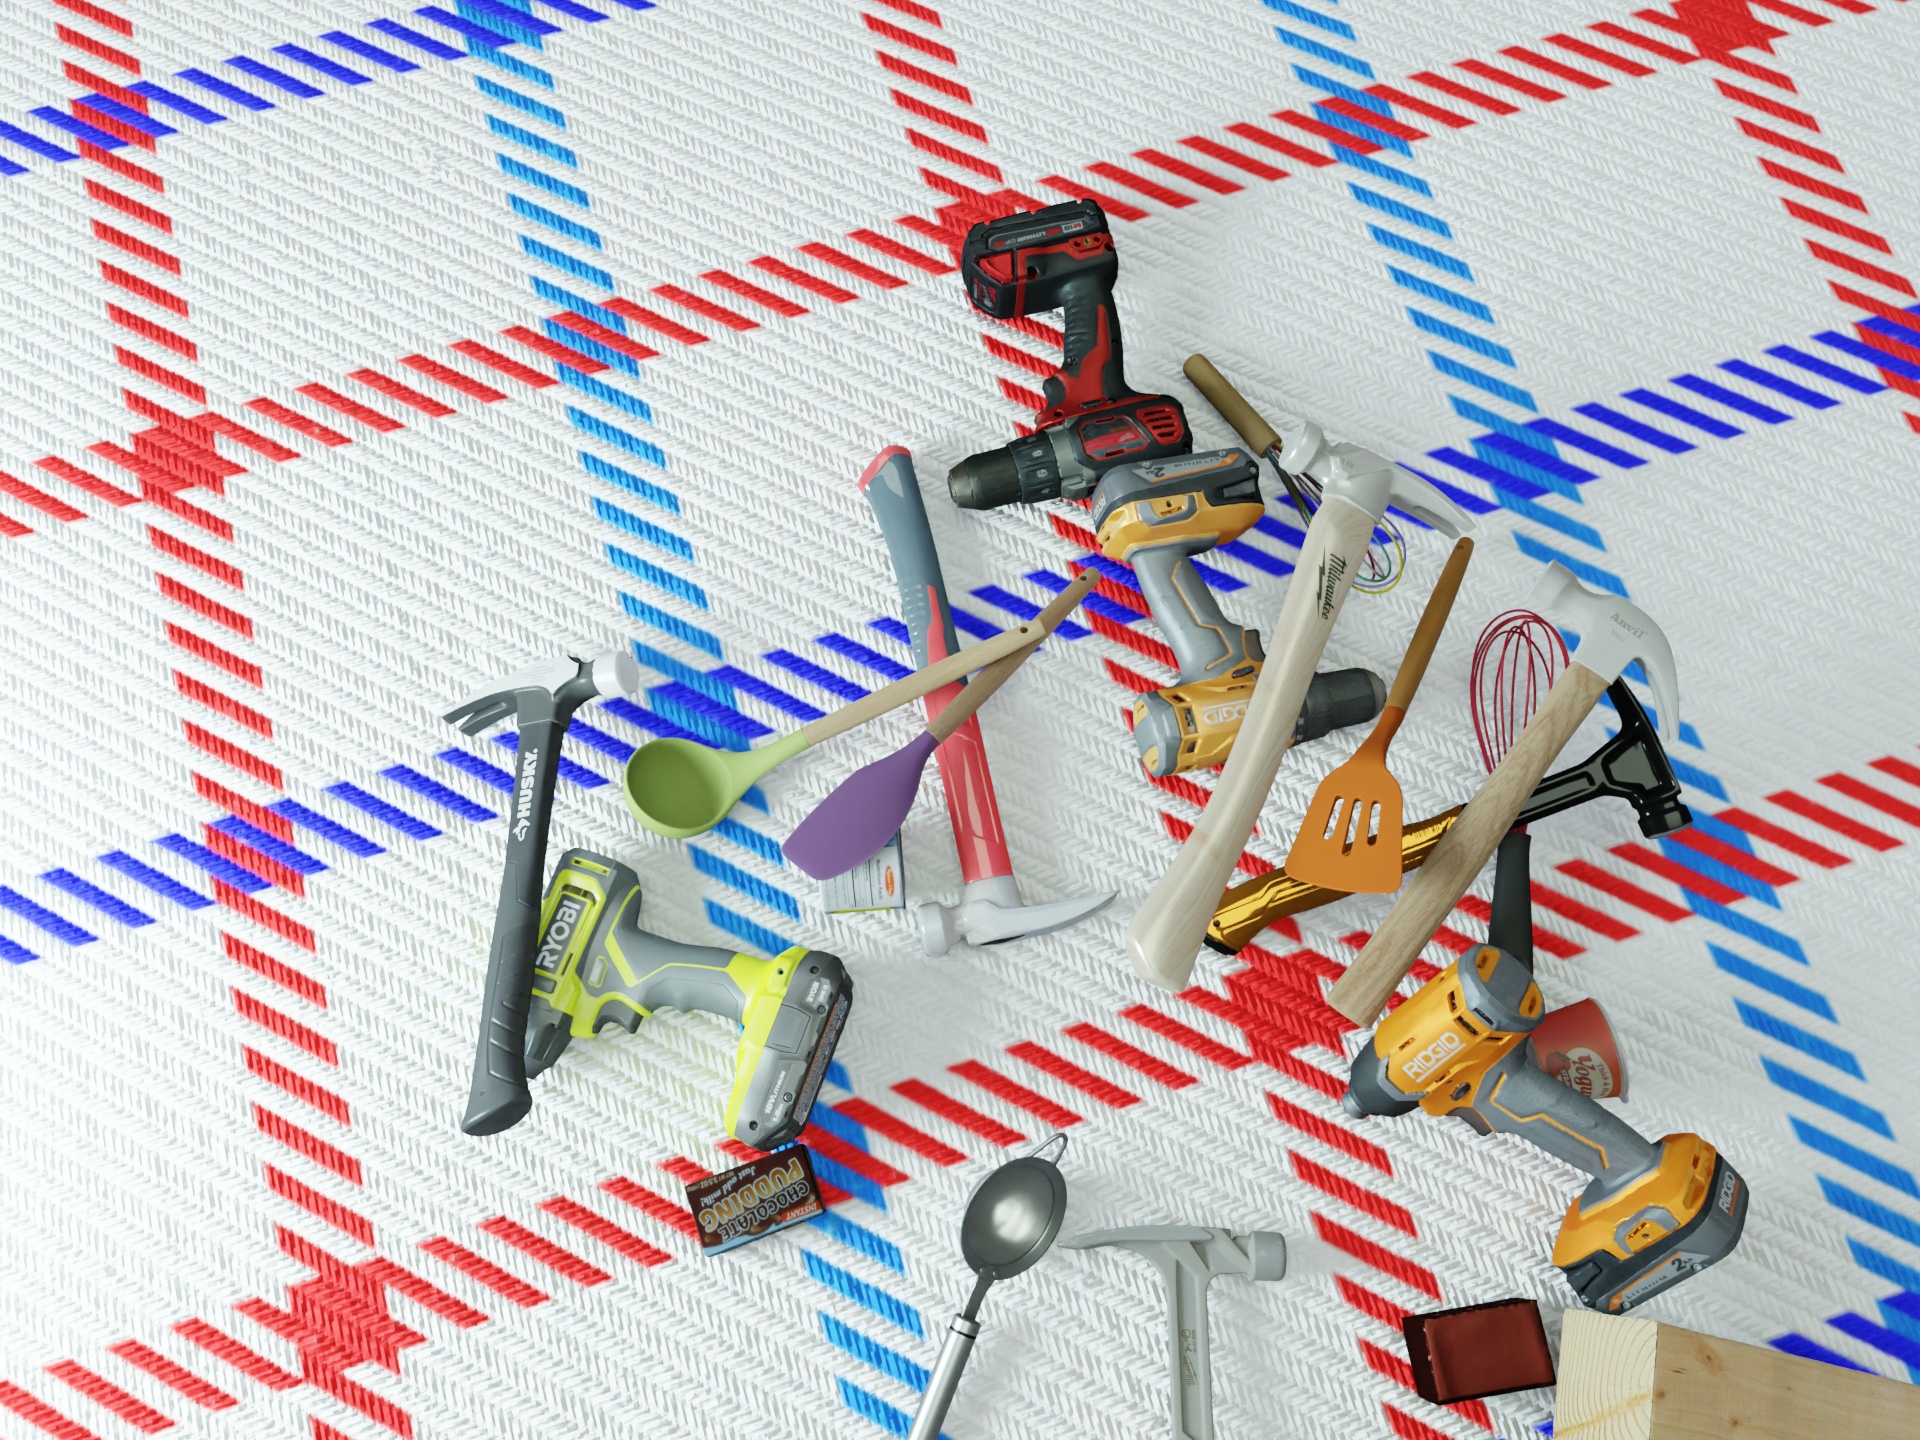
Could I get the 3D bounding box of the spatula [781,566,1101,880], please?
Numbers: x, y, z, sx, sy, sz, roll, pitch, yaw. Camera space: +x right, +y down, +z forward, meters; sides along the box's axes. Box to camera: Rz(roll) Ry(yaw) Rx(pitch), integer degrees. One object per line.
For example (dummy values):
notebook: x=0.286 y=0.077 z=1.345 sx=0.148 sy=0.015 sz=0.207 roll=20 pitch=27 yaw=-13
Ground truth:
spatula: x=-0.002 y=-0.004 z=1.123 sx=0.060 sy=0.018 sz=0.316 roll=33 pitch=66 yaw=27

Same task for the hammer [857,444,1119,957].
hammer: x=0.004 y=-0.029 z=1.168 sx=0.143 sy=0.038 sz=0.387 roll=-11 pitch=72 yaw=-5

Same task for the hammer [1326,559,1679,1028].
hammer: x=0.355 y=0.064 z=1.058 sx=0.130 sy=0.031 sz=0.331 roll=35 pitch=92 yaw=10

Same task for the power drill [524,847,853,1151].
power drill: x=-0.200 y=0.200 z=1.078 sx=0.223 sy=0.080 sz=0.171 roll=18 pitch=72 yaw=10

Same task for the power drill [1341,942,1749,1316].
power drill: x=0.363 y=0.268 z=1.025 sx=0.226 sy=0.164 sz=0.084 roll=43 pitch=39 yaw=8

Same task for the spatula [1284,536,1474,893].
spatula: x=0.314 y=-0.016 z=1.121 sx=0.081 sy=0.041 sz=0.323 roll=6 pitch=48 yaw=34

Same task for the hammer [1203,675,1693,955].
hammer: x=0.317 y=0.076 z=1.096 sx=0.337 sy=0.034 sz=0.127 roll=-23 pitch=82 yaw=6

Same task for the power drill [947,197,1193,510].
power drill: x=0.062 y=-0.272 z=1.229 sx=0.188 sy=0.080 sz=0.227 roll=-15 pitch=76 yaw=-4

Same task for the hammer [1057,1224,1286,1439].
hammer: x=0.138 y=0.502 z=0.989 sx=0.149 sy=0.036 sz=0.359 roll=0 pitch=69 yaw=0

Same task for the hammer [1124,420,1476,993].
hammer: x=0.223 y=-0.002 z=1.096 sx=0.146 sy=0.038 sz=0.411 roll=27 pitch=76 yaw=-6

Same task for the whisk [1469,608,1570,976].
whisk: x=0.394 y=0.062 z=1.129 sx=0.073 sy=0.073 sz=0.296 roll=6 pitch=78 yaw=2

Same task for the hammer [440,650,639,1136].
hammer: x=-0.301 y=0.111 z=1.077 sx=0.146 sy=0.035 sz=0.335 roll=-10 pitch=61 yaw=18

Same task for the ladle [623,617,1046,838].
ladle: x=-0.088 y=-0.004 z=1.123 sx=0.320 sy=0.062 sz=0.078 roll=-25 pitch=65 yaw=4

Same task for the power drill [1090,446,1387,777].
power drill: x=0.201 y=-0.081 z=1.163 sx=0.185 sy=0.084 sz=0.226 roll=-10 pitch=77 yaw=-11

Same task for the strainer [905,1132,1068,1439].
strainer: x=0.004 y=0.385 z=1.034 sx=0.086 sy=0.050 sz=0.258 roll=31 pitch=76 yaw=-36

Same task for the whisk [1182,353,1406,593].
whisk: x=0.249 y=-0.190 z=1.219 sx=0.051 sy=0.047 sz=0.245 roll=-30 pitch=70 yaw=-21
